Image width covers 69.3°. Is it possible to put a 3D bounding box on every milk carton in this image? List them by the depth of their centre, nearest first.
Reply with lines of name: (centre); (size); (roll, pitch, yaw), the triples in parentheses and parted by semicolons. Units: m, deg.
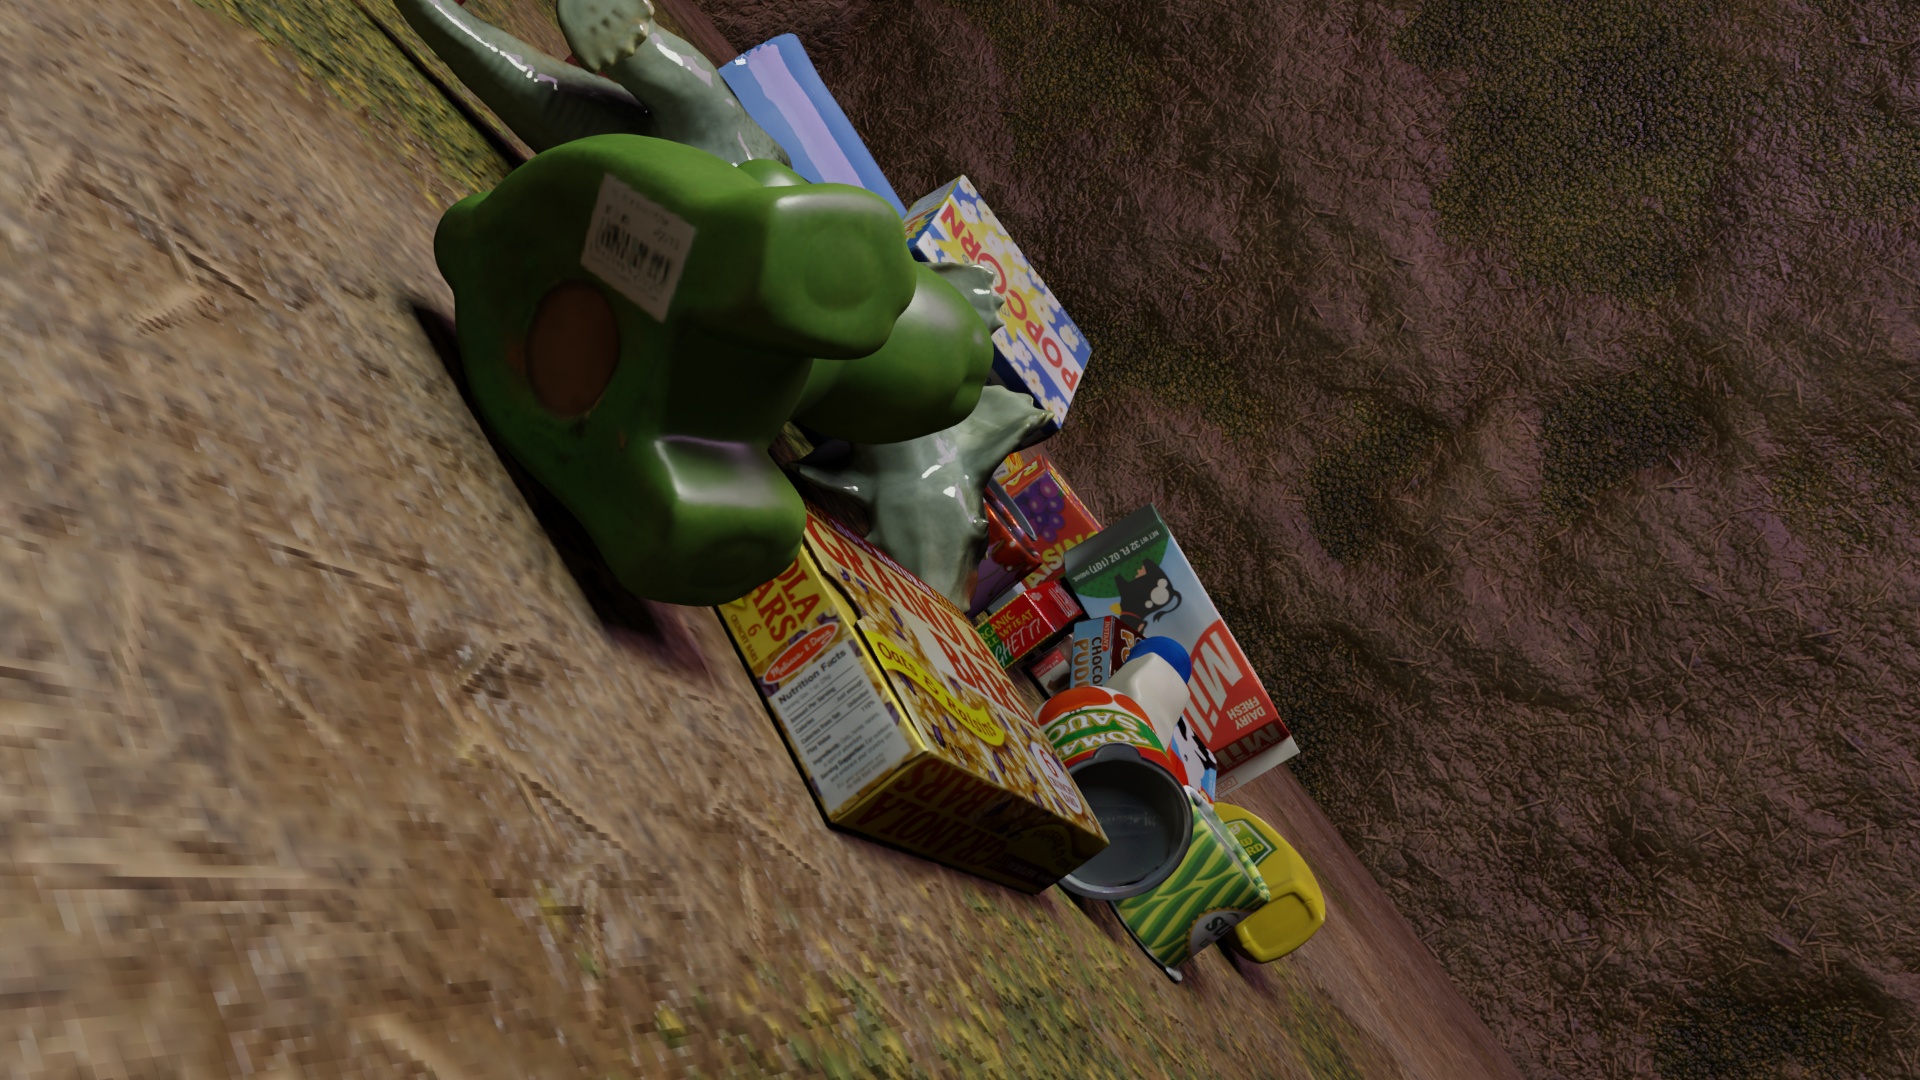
milk carton: (0.145, 0.078, 0.909); (0.190, 0.072, 0.073); (58, 8, -7)

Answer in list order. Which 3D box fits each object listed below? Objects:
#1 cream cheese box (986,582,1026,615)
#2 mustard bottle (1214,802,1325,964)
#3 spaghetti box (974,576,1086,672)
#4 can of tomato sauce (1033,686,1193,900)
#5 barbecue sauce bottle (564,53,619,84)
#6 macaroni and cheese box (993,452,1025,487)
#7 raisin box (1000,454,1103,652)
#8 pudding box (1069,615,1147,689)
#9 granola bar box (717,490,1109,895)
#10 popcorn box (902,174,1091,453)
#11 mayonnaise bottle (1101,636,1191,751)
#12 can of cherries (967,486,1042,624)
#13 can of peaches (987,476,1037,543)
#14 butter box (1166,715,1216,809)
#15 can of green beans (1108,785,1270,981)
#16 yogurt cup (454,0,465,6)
cream cheese box: (0.003, 0.003, 0.915); (0.104, 0.024, 0.053); (53, 6, 7)
mustard bottle: (0.169, 0.198, 0.853); (0.048, 0.065, 0.160); (55, 1, -13)
spaghetti box: (0.041, 0.050, 0.823); (0.029, 0.050, 0.250); (53, 8, 5)
can of tomato sauce: (0.061, 0.107, 0.613); (0.071, 0.071, 0.083); (50, 7, -12)
barbecue sauce bottle: (-0.190, -0.247, 0.877); (0.065, 0.043, 0.148); (56, 8, 28)
macaroni and cheese box: (0.028, -0.048, 1.040); (0.124, 0.040, 0.165); (-99, 164, -60)
raisin box: (0.062, 0.014, 0.972); (0.123, 0.086, 0.040); (49, 12, -16)
pudding box: (0.089, 0.092, 0.815); (0.049, 0.030, 0.084); (36, 51, -41)
granola bar box: (-0.018, 0.055, 0.499); (0.124, 0.039, 0.165); (56, 9, 32)
popcorn box: (0.013, -0.120, 0.740); (0.126, 0.038, 0.085); (50, 38, -21)
mayonnaise bottle: (0.091, 0.092, 0.735); (0.041, 0.064, 0.149); (49, 26, 1)
can of cherries: (0.006, 0.007, 0.782); (0.071, 0.058, 0.071); (50, 8, -9)
can of peaches: (0.003, -0.011, 0.852); (0.071, 0.058, 0.071); (50, 8, -10)
butter box: (0.118, 0.146, 0.770); (0.053, 0.024, 0.104); (50, 33, -24)
can of green beans: (0.104, 0.159, 0.655); (0.071, 0.058, 0.071); (50, 8, -9)
yogurt cup: (-0.253, -0.289, 0.661); (0.072, 0.054, 0.072); (51, 8, -10)
